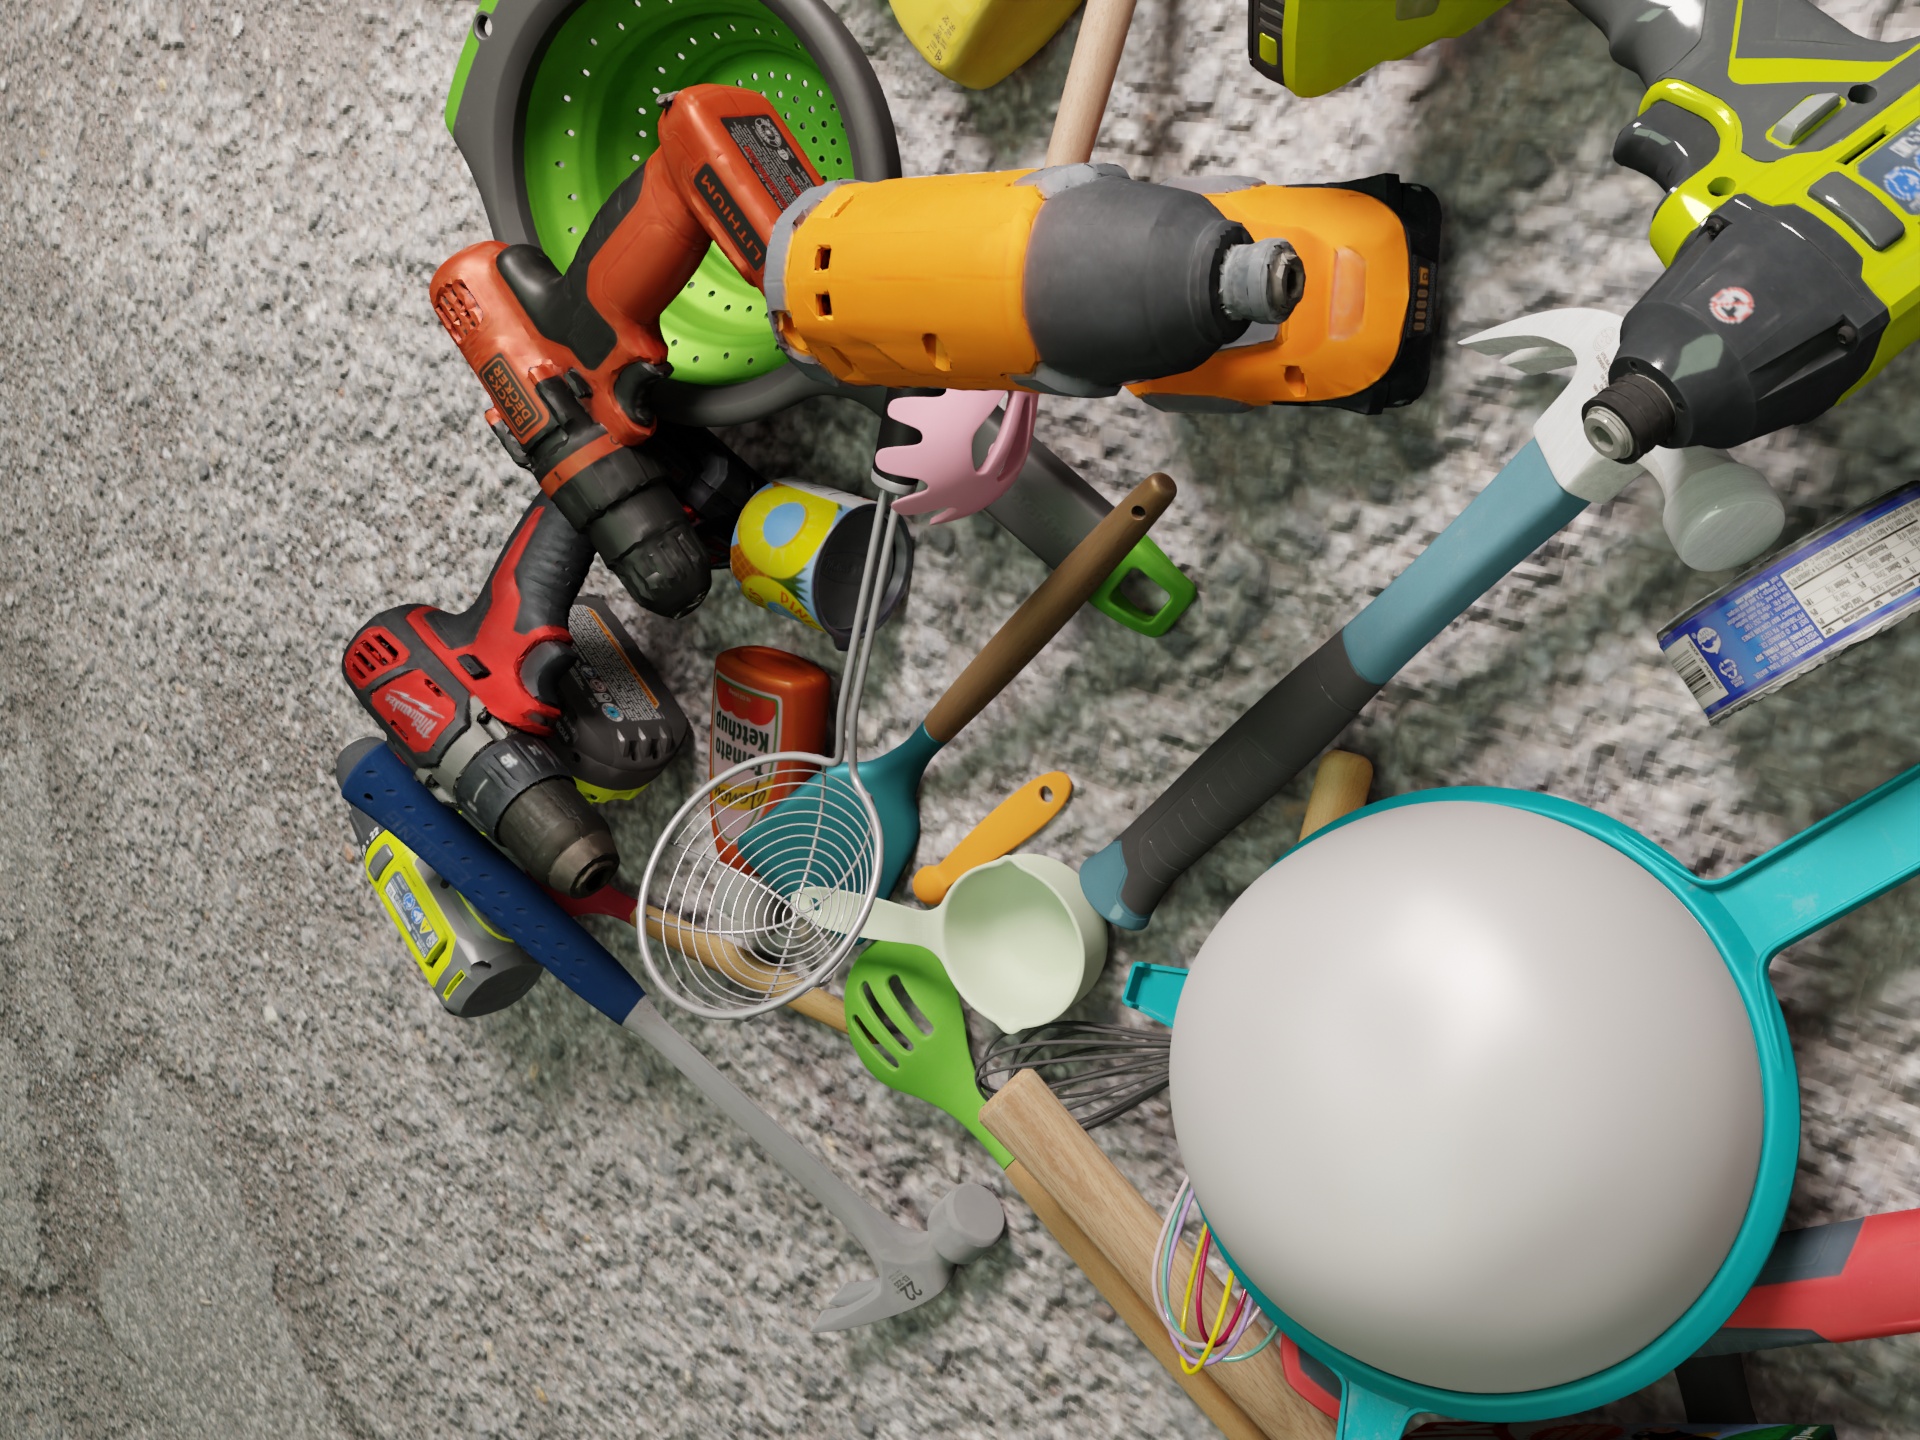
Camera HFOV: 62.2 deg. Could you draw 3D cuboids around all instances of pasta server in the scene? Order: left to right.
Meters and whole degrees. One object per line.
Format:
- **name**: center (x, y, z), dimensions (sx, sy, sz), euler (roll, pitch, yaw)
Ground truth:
- **pasta server**: center (0.038, -0.226, 0.600), dimensions (0.040, 0.060, 0.316), euler (19, 94, 43)

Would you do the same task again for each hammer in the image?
- **hammer**: center (-0.166, 0.163, 0.834), dimensions (0.405, 0.035, 0.144), euler (41, 127, 4)
- **hammer**: center (0.128, 0.279, 0.658), dimensions (0.331, 0.031, 0.130), euler (46, 127, 10)
- **hammer**: center (0.140, -0.015, 0.585), dimensions (0.331, 0.033, 0.128), euler (-51, 35, 42)
- **hammer**: center (0.273, 0.161, 0.500), dimensions (0.386, 0.038, 0.143), euler (-23, 83, 32)

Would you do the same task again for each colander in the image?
- **colander**: center (-0.043, -0.187, 0.704), dimensions (0.397, 0.094, 0.204), euler (42, 123, 4)

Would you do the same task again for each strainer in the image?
- **strainer**: center (0.194, 0.078, 0.490), dimensions (0.340, 0.095, 0.211), euler (-38, 56, 22)

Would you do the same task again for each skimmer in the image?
- **skimmer**: center (-0.061, -0.041, 0.662), dimensions (0.127, 0.090, 0.363), euler (36, 123, 38)

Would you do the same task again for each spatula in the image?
- **spatula**: center (-0.001, -0.002, 0.707), dimensions (0.082, 0.044, 0.317), euler (40, 135, -2)

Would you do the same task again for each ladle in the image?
- **ladle**: center (-0.165, 0.121, 0.906), dimensions (0.316, 0.031, 0.069), euler (19, 110, 34)

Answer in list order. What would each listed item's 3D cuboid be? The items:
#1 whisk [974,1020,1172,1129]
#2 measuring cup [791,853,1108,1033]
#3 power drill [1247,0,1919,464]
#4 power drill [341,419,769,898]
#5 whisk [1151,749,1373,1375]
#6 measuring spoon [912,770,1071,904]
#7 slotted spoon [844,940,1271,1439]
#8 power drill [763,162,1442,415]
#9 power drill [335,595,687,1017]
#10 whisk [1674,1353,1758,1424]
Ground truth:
- **whisk**: center (0.099, 0.139, 0.678), dimensions (0.239, 0.055, 0.055), euler (-23, 85, 37)
- **measuring cup**: center (-0.006, 0.094, 0.749), dimensions (0.168, 0.038, 0.083), euler (6, 102, 34)
- **power drill**: center (0.190, -0.185, 0.457), dimensions (0.171, 0.080, 0.223), euler (-36, 68, -5)
- **power drill**: center (-0.184, -0.043, 0.782), dimensions (0.188, 0.080, 0.226), euler (42, 95, 23)
- **whisk**: center (0.121, 0.131, 0.610), dimensions (0.051, 0.047, 0.245), euler (14, 87, 26)
- **measuring spoon**: center (0.012, 0.057, 0.750), dimensions (0.117, 0.011, 0.021), euler (-41, 74, 38)
- **slotted spoon**: center (0.044, 0.227, 0.753), dimensions (0.314, 0.031, 0.070), euler (47, 111, 20)
- **power drill**: center (0.072, -0.138, 0.512), dimensions (0.164, 0.226, 0.084), euler (12, 108, 38)
- **power drill**: center (-0.273, 0.033, 0.918), dimensions (0.228, 0.080, 0.191), euler (-49, 66, 27)
- **whisk**: center (0.272, 0.269, 0.555), dimensions (0.073, 0.073, 0.296), euler (-17, 82, 41)
